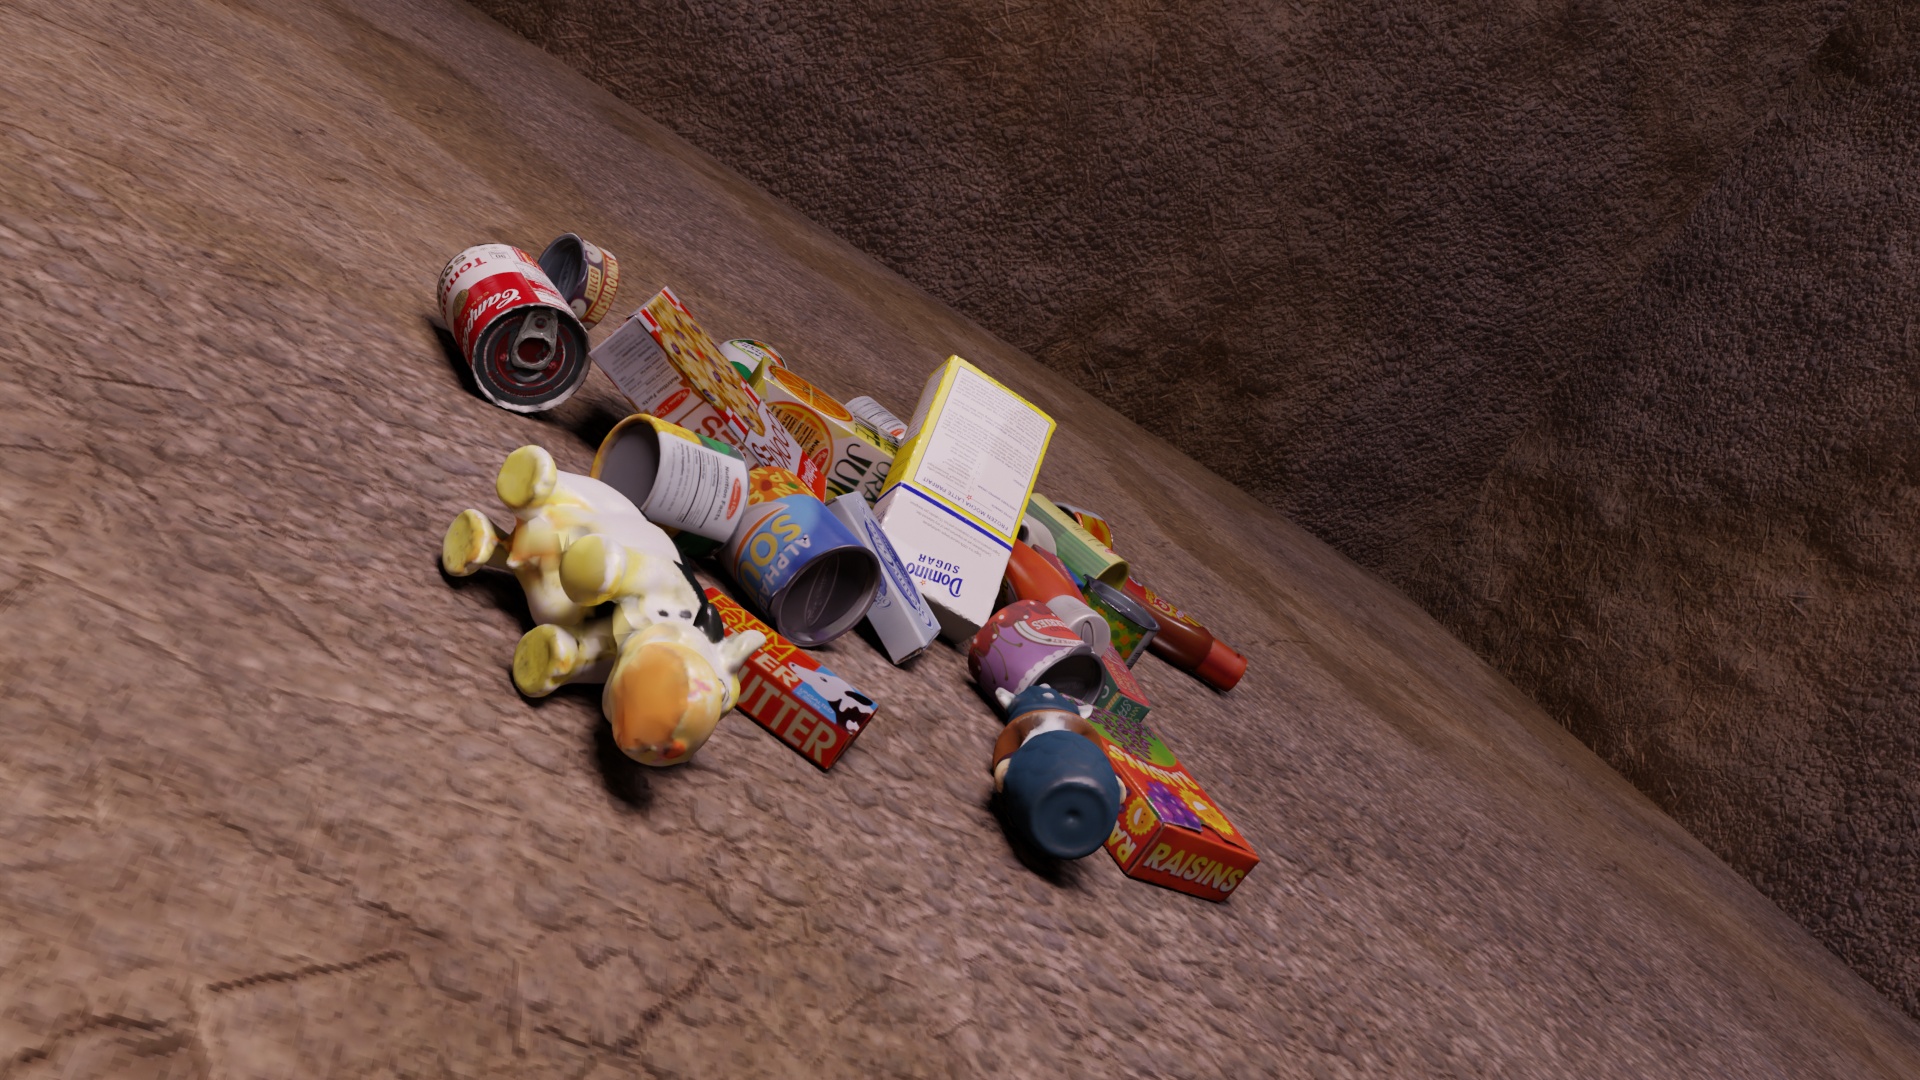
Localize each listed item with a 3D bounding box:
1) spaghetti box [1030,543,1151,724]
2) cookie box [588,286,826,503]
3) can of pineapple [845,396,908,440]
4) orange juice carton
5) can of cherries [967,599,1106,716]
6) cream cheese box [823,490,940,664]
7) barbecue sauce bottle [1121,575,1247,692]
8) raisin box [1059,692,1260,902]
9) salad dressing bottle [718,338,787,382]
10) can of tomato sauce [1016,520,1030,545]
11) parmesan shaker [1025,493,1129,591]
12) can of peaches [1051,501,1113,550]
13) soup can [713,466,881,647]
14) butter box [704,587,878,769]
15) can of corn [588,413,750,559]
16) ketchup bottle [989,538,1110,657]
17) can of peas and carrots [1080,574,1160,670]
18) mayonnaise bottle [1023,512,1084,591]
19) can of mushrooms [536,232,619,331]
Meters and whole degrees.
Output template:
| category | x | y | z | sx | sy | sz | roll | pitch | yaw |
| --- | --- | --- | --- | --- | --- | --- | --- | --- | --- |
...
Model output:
| category | x | y | z | sx | sy | sz | roll | pitch | yaw |
| --- | --- | --- | --- | --- | --- | --- | --- | --- | --- |
| spaghetti box | 0.076 | 0.073 | 0.985 | 0.028 | 0.050 | 0.251 | 30 | 14 | -20 |
| cookie box | -0.150 | -0.072 | 0.862 | 0.167 | 0.040 | 0.123 | 51 | 8 | -16 |
| can of pineapple | -0.073 | -0.073 | 1.123 | 0.058 | 0.071 | 0.071 | 39 | 13 | 19 |
| orange juice carton | -0.076 | -0.045 | 0.985 | 0.192 | 0.073 | 0.072 | 31 | 12 | -16 |
| can of cherries | 0.048 | 0.076 | 0.852 | 0.071 | 0.071 | 0.058 | 22 | 17 | -45 |
| cream cheese box | -0.050 | 0.020 | 0.832 | 0.104 | 0.024 | 0.053 | 60 | 12 | -1 |
| barbecue sauce bottle | 0.187 | 0.082 | 1.250 | 0.148 | 0.043 | 0.065 | 34 | 11 | -4 |
| raisin box | 0.105 | 0.148 | 0.806 | 0.086 | 0.040 | 0.124 | 26 | 16 | -36 |
| salad dressing bottle | -0.176 | -0.131 | 1.117 | 0.064 | 0.044 | 0.148 | 34 | 13 | -6 |
| can of tomato sauce | 0.004 | -0.014 | 1.080 | 0.083 | 0.071 | 0.071 | 41 | 14 | 27 |
| parmesan shaker | 0.085 | 0.016 | 1.191 | 0.103 | 0.071 | 0.071 | 40 | 13 | 28 |
| can of peaches | 0.098 | 0.003 | 1.270 | 0.071 | 0.071 | 0.058 | 42 | 14 | 31 |
| soup can | -0.095 | 0.008 | 0.762 | 0.071 | 0.071 | 0.084 | 19 | 19 | -51 |
| butter box | -0.091 | 0.064 | 0.657 | 0.103 | 0.024 | 0.053 | 35 | 12 | 3 |
| can of corn | -0.158 | -0.028 | 0.742 | 0.058 | 0.071 | 0.071 | 21 | 18 | -47 |
| ketchup bottle | 0.052 | 0.042 | 0.955 | 0.044 | 0.064 | 0.149 | -13 | 22 | -21 |
| can of peas and carrots | 0.106 | 0.070 | 1.055 | 0.071 | 0.058 | 0.071 | 32 | 12 | -8 |
| mayonnaise bottle | 0.042 | 0.001 | 1.147 | 0.148 | 0.064 | 0.041 | 46 | 20 | 30 |
| can of mushrooms | -0.279 | -0.185 | 1.005 | 0.033 | 0.071 | 0.071 | 24 | 16 | -47 |
